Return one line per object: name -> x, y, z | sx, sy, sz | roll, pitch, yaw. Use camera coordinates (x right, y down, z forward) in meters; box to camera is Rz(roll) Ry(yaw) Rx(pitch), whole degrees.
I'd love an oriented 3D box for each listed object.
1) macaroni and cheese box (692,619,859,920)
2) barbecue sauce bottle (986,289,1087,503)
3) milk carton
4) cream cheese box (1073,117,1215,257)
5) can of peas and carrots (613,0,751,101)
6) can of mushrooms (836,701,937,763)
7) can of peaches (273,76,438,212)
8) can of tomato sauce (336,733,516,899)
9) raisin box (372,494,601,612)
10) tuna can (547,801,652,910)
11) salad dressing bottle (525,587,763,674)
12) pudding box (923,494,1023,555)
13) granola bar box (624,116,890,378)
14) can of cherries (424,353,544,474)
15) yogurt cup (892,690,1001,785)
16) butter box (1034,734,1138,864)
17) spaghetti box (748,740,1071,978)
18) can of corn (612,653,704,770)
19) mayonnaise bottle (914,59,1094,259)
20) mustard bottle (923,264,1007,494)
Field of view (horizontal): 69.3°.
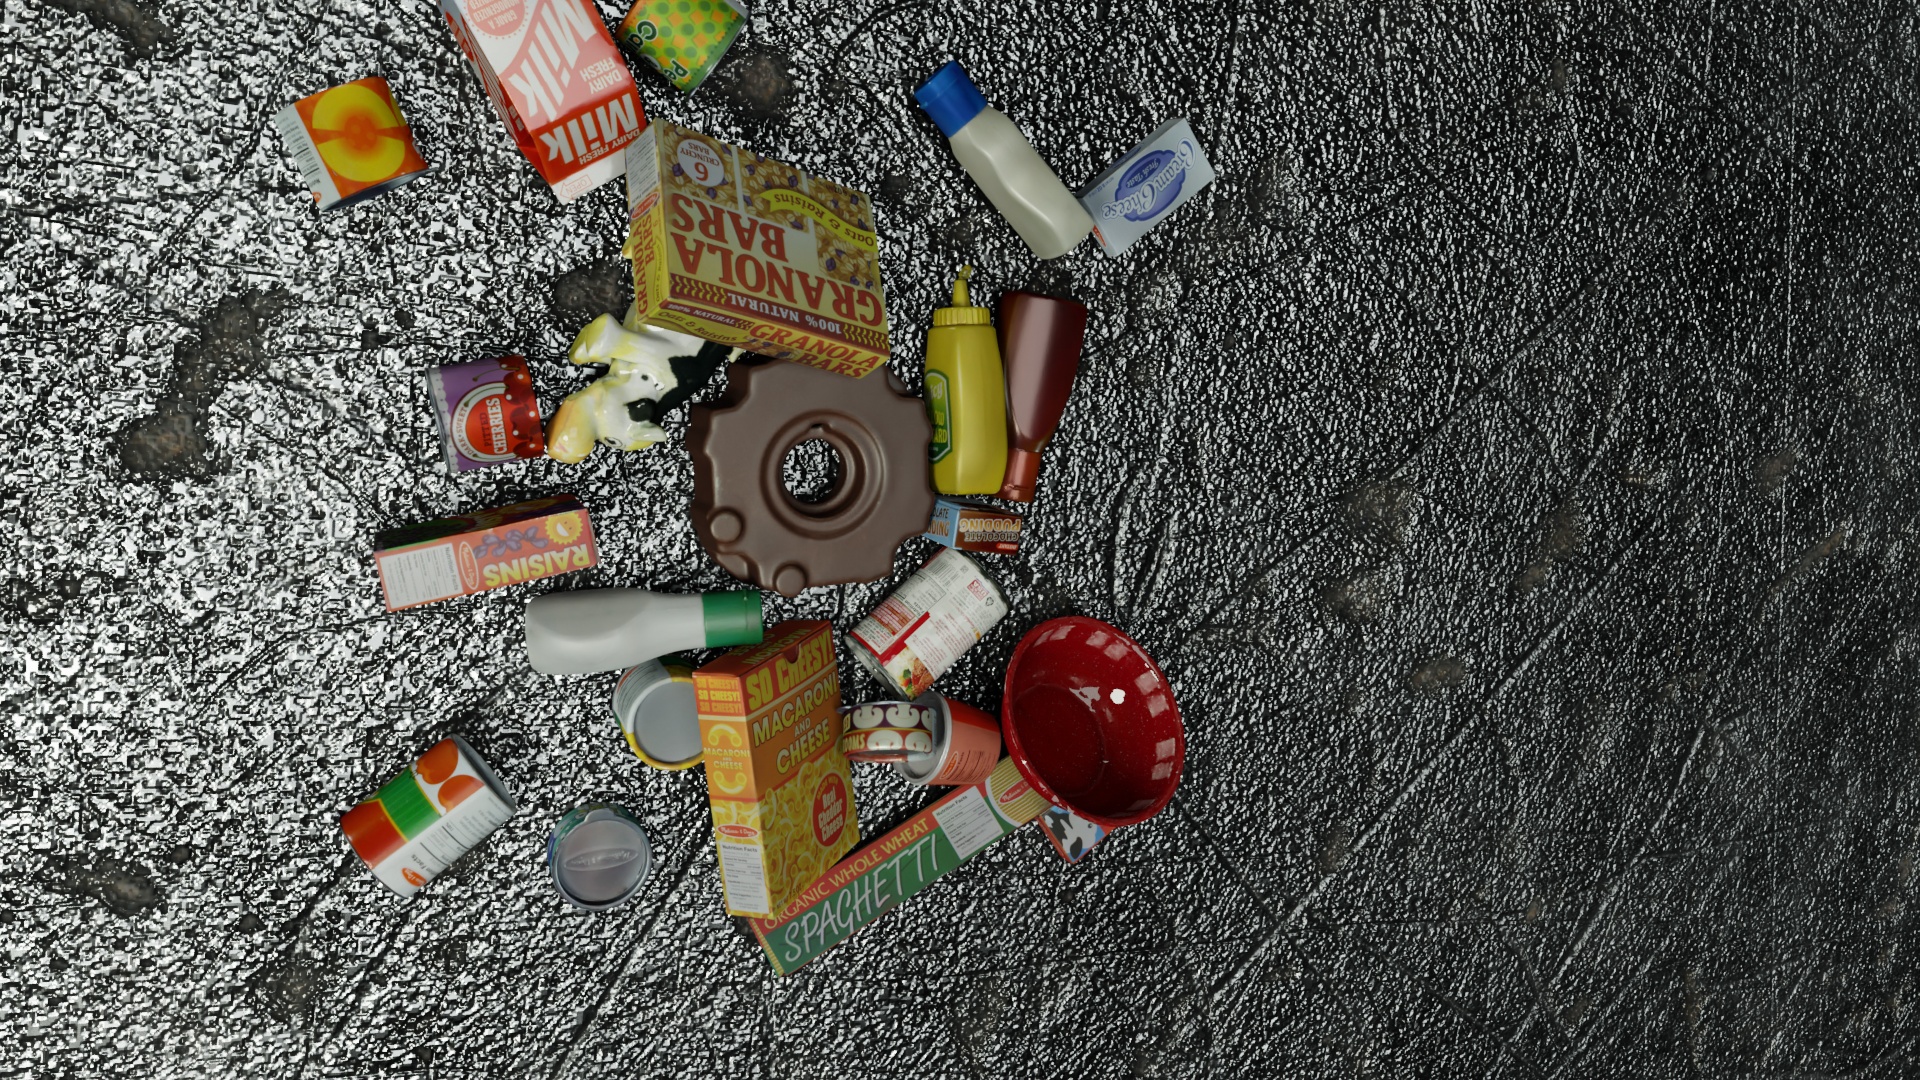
macaroni and cheese box -> -0.120, 0.149, 0.935 | 0.124, 0.040, 0.166 | -30, 117, -63
barbecue sauce bottle -> 0.048, -0.103, 1.004 | 0.065, 0.044, 0.148 | 8, 96, -24
milk carton -> -0.257, -0.302, 0.826 | 0.072, 0.073, 0.190 | -33, 110, -15
cream cheese box -> 0.136, -0.261, 1.026 | 0.104, 0.024, 0.053 | -41, 113, -12
can of peas and carrots -> -0.174, -0.319, 0.862 | 0.058, 0.071, 0.071 | 36, 84, -23
can of mushrooms -> -0.051, 0.134, 0.963 | 0.071, 0.071, 0.033 | 7, 71, -24
can of peaches -> -0.349, -0.230, 0.803 | 0.071, 0.071, 0.058 | -28, 108, -17
can of tomato sauce -> -0.335, 0.171, 0.873 | 0.083, 0.071, 0.071 | -39, 111, -13
raisin box -> -0.291, 0.006, 0.853 | 0.124, 0.086, 0.040 | -14, 102, -21
tuna can -> -0.243, 0.209, 0.935 | 0.071, 0.033, 0.071 | -4, 100, -23
salad dressing bottle -> -0.203, 0.055, 0.902 | 0.148, 0.064, 0.043 | -4, 122, -11
pudding box -> 0.003, -0.012, 0.977 | 0.050, 0.084, 0.030 | 7, 96, -24
granola bar box -> -0.123, -0.178, 0.866 | 0.166, 0.039, 0.124 | 9, 64, -42
can of cherries -> -0.290, -0.077, 0.849 | 0.058, 0.071, 0.071 | -13, 103, -21
yogurt cup -> -0.007, 0.147, 1.010 | 0.054, 0.072, 0.072 | 16, 92, -33
butter box -> 0.109, 0.199, 1.088 | 0.104, 0.024, 0.053 | -38, 110, -13
spaghetti box -> -0.036, 0.231, 1.018 | 0.251, 0.028, 0.050 | -29, 78, -16
can of corn -> -0.192, 0.115, 0.928 | 0.071, 0.058, 0.071 | -4, 100, -22
mayonnaise bottle -> 0.029, -0.262, 0.962 | 0.041, 0.065, 0.148 | -45, 109, -9
mustard bottle -> 0.001, -0.112, 0.974 | 0.049, 0.065, 0.160 | -4, 94, -28
